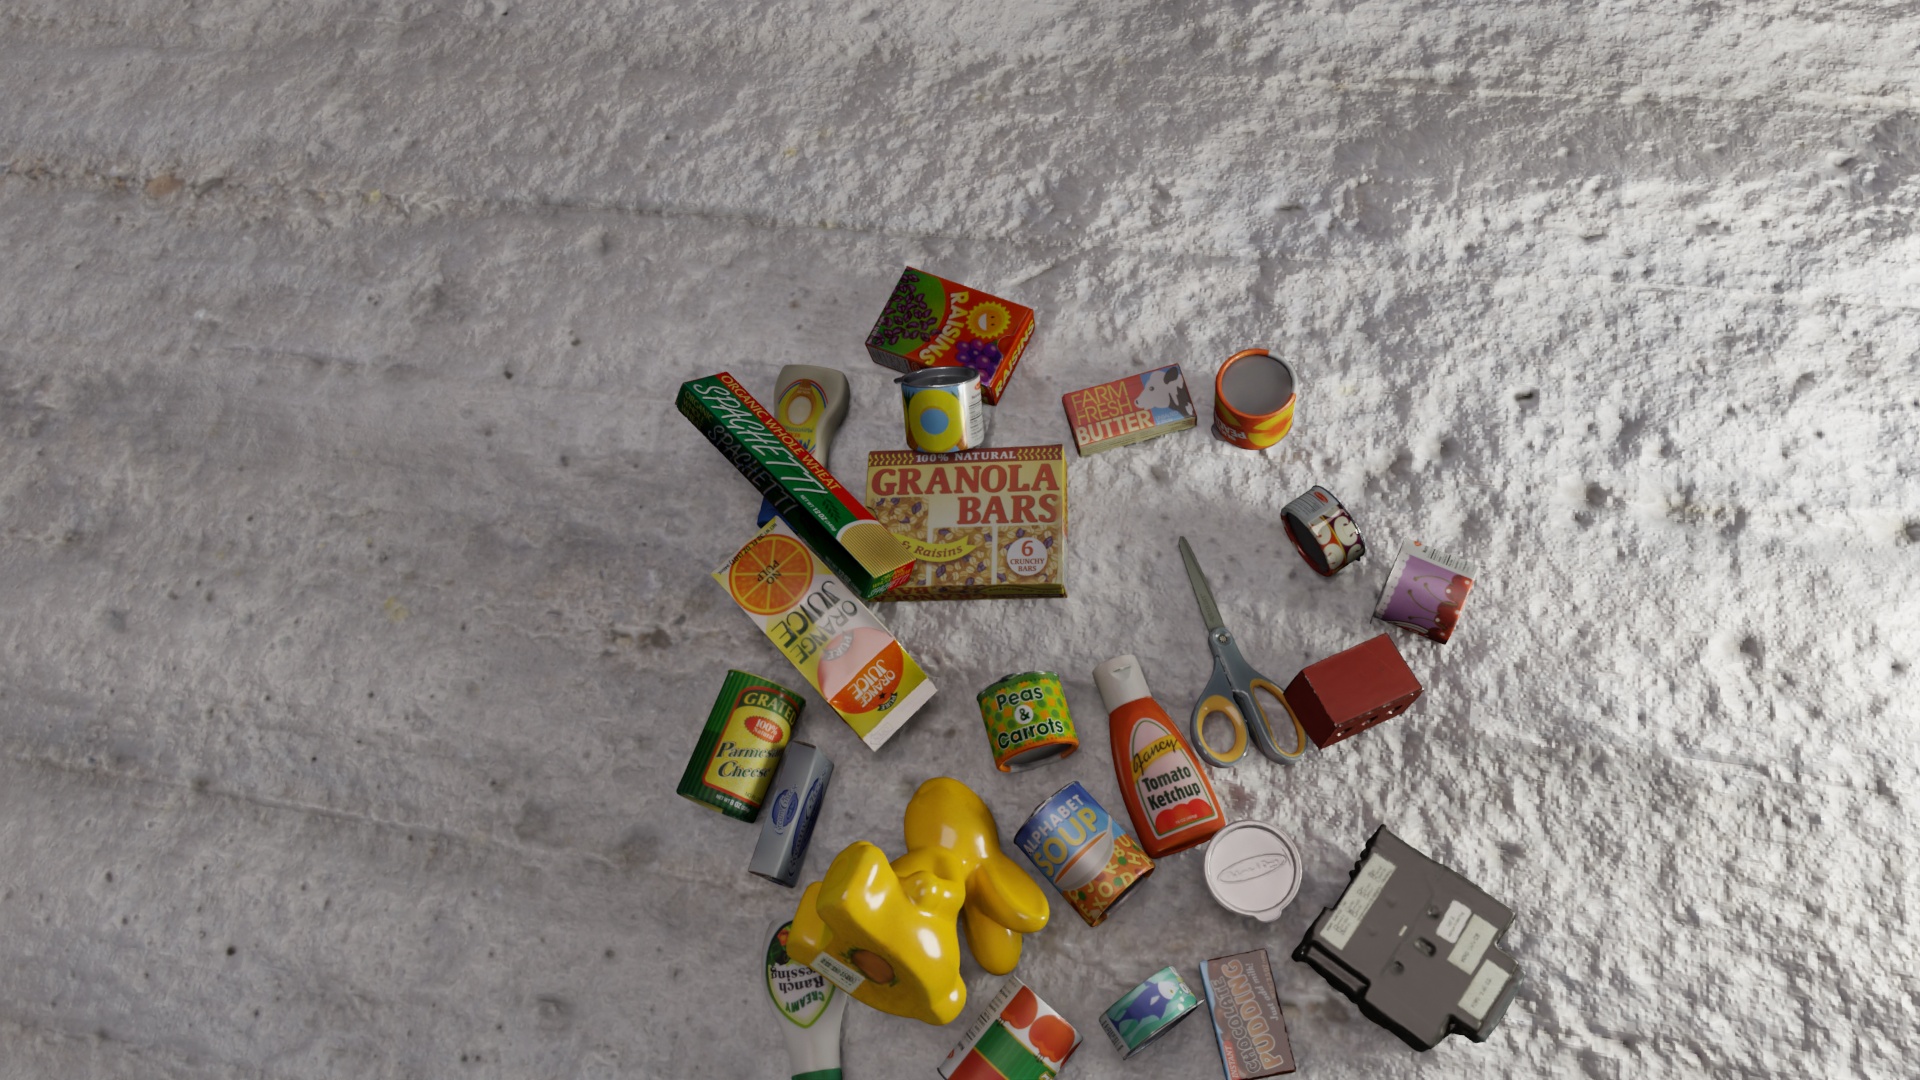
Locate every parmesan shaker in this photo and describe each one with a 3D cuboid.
[{"bbox_3d":[-0.168,0.161,1.082,0.071,0.071,0.103,16,72,15],"label":"parmesan shaker"}]

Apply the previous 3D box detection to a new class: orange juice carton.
[{"bbox_3d":[-0.105,0.076,1.101,0.072,0.072,0.193,-42,68,-9],"label":"orange juice carton"}]

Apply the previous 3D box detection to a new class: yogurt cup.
[{"bbox_3d":[0.208,0.238,0.995,0.072,0.053,0.072,-3,67,8],"label":"yogurt cup"}]

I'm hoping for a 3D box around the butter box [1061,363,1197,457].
[{"bbox_3d":[0.141,-0.109,1.165,0.103,0.024,0.053,-15,67,3],"label":"butter box"}]

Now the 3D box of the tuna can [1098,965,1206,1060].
[{"bbox_3d":[0.133,0.326,0.964,0.071,0.071,0.033,-34,67,-5],"label":"tuna can"}]

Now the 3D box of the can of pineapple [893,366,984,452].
[{"bbox_3d":[-0.017,-0.109,1.151,0.071,0.071,0.057,-2,110,8],"label":"can of pineapple"}]

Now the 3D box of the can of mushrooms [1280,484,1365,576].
[{"bbox_3d":[0.282,-0.005,1.079,0.033,0.071,0.071,-33,67,-5],"label":"can of mushrooms"}]

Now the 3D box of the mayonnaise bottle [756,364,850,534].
[{"bbox_3d":[-0.139,-0.077,1.187,0.065,0.041,0.148,8,69,10],"label":"mayonnaise bottle"}]

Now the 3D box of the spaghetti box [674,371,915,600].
[{"bbox_3d":[-0.137,-0.049,1.125,0.250,0.028,0.050,44,41,21],"label":"spaghetti box"}]

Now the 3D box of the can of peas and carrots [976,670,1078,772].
[{"bbox_3d":[0.051,0.137,1.053,0.071,0.070,0.059,-17,67,2],"label":"can of peas and carrots"}]

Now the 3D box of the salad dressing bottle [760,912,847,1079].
[{"bbox_3d":[-0.108,0.347,1.006,0.064,0.044,0.148,-11,67,1],"label":"salad dressing bottle"}]

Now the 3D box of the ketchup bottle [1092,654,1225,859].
[{"bbox_3d":[0.142,0.159,1.044,0.065,0.043,0.149,-17,65,-9],"label":"ketchup bottle"}]

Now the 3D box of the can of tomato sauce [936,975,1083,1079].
[{"bbox_3d":[0.037,0.359,0.967,0.071,0.071,0.083,37,77,20],"label":"can of tomato sauce"}]

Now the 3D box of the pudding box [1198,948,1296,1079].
[{"bbox_3d":[0.200,0.332,0.971,0.050,0.030,0.084,-13,66,5],"label":"pudding box"}]

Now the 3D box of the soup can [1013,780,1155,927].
[{"bbox_3d":[0.090,0.227,1.009,0.071,0.071,0.084,-41,68,-8],"label":"soup can"}]

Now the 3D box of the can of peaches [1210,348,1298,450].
[{"bbox_3d":[0.238,-0.114,1.133,0.071,0.058,0.071,-3,68,7],"label":"can of peaches"}]

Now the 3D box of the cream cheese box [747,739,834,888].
[{"bbox_3d":[-0.128,0.210,1.061,0.024,0.053,0.104,12,70,16],"label":"cream cheese box"}]

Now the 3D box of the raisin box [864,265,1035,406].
[{"bbox_3d":[-0.008,-0.179,1.210,0.123,0.040,0.086,22,72,16],"label":"raisin box"}]

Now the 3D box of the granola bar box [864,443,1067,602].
[{"bbox_3d":[0.004,-0.014,1.140,0.165,0.039,0.124,-2,67,8],"label":"granola bar box"}]

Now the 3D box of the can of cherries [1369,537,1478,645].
[{"bbox_3d":[0.350,0.041,1.050,0.058,0.071,0.071,23,73,16],"label":"can of cherries"}]
